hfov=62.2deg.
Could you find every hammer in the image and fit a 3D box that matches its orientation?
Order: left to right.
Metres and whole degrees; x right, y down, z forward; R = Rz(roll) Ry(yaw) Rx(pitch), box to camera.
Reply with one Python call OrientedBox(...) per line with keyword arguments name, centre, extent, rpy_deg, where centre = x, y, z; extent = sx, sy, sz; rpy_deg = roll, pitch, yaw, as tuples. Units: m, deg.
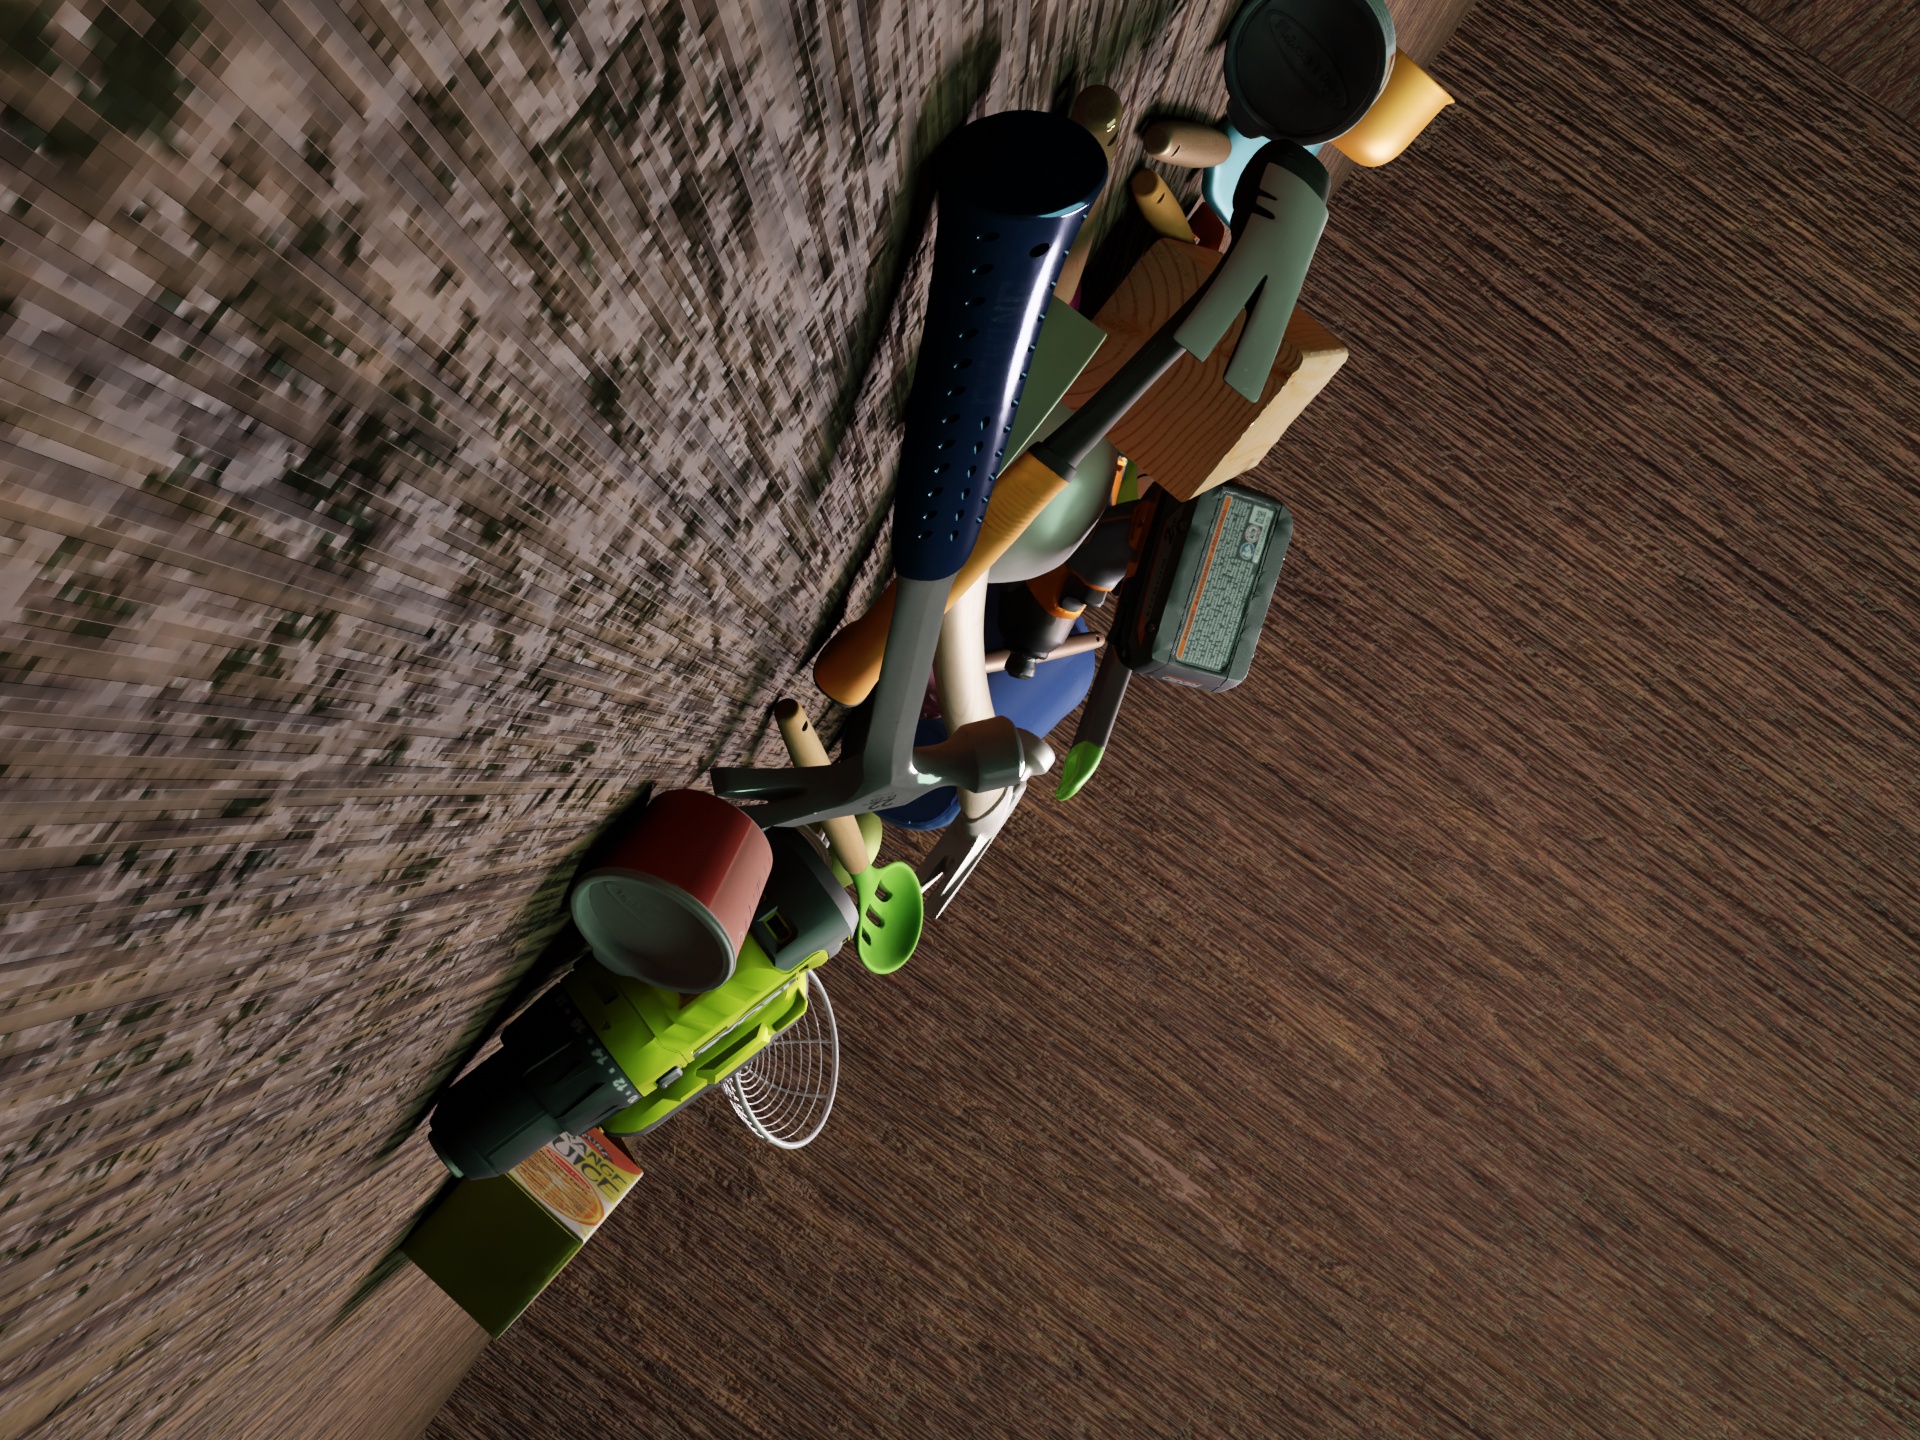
OrientedBox(name="hammer", centre=(-0.017, -0.049, 0.566), extent=(0.144, 0.035, 0.405), rpy_deg=(-12, 158, -14))
OrientedBox(name="hammer", centre=(-0.001, -0.003, 0.937), extent=(0.146, 0.038, 0.410), rpy_deg=(-54, 163, -17))
OrientedBox(name="hammer", centre=(0.022, -0.087, 0.653), extent=(0.337, 0.034, 0.127), rpy_deg=(-41, -161, 48))

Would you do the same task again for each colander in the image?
OrientedBox(name="colander", centre=(0.107, -0.130, 1.152), extent=(0.397, 0.094, 0.204), rpy_deg=(-68, -172, -26))

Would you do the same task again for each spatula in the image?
OrientedBox(name="spatula", centre=(0.106, -0.255, 0.831), extent=(0.081, 0.041, 0.322), rpy_deg=(-53, 175, 14))
OrientedBox(name="spatula", centre=(0.128, -0.268, 0.759), extent=(0.082, 0.044, 0.317), rpy_deg=(-53, 178, 25))

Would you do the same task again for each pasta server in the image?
OrientedBox(name="pasta server", centre=(0.032, -0.045, 1.151), extent=(0.040, 0.060, 0.316), rpy_deg=(-12, -179, 34))

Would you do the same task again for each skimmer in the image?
OrientedBox(name="skimmer", centre=(-0.068, 0.102, 1.016), extent=(0.127, 0.090, 0.363), rpy_deg=(-15, 132, -64))

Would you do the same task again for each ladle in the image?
OrientedBox(name="ladle", centre=(-0.079, 0.054, 1.305), extent=(0.078, 0.062, 0.320), rpy_deg=(-28, -170, 14))

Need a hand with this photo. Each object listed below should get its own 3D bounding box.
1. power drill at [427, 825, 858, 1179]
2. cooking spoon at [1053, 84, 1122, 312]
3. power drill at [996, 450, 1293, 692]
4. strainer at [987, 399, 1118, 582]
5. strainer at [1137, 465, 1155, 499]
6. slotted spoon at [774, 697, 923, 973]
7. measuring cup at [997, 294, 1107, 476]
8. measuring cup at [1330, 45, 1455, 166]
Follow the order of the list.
OrientedBox(name="power drill", centre=(-0.143, 0.140, 0.738), extent=(0.190, 0.080, 0.228), rpy_deg=(-36, 173, -14))
OrientedBox(name="cooking spoon", centre=(0.039, -0.173, 0.614), extent=(0.069, 0.017, 0.319), rpy_deg=(-54, 179, -1))
OrientedBox(name="power drill", centre=(0.095, -0.087, 0.986), extent=(0.227, 0.084, 0.164), rpy_deg=(30, -74, 61))
OrientedBox(name="strainer", centre=(0.036, -0.111, 0.960), extent=(0.151, 0.069, 0.256), rpy_deg=(-53, 177, -18))
OrientedBox(name="strainer", centre=(0.126, -0.175, 1.069), extent=(0.087, 0.050, 0.258), rpy_deg=(142, -53, -78))
OrientedBox(name="slotted spoon", centre=(-0.063, 0.067, 0.896), extent=(0.313, 0.031, 0.070), rpy_deg=(75, 36, -61))
OrientedBox(name="measuring cup", centre=(-0.001, -0.111, 0.620), extent=(0.083, 0.038, 0.167), rpy_deg=(-55, -171, -24))
OrientedBox(name="measuring cup", centre=(0.189, -0.333, 0.810), extent=(0.052, 0.095, 0.174), rpy_deg=(-48, -161, 24))
